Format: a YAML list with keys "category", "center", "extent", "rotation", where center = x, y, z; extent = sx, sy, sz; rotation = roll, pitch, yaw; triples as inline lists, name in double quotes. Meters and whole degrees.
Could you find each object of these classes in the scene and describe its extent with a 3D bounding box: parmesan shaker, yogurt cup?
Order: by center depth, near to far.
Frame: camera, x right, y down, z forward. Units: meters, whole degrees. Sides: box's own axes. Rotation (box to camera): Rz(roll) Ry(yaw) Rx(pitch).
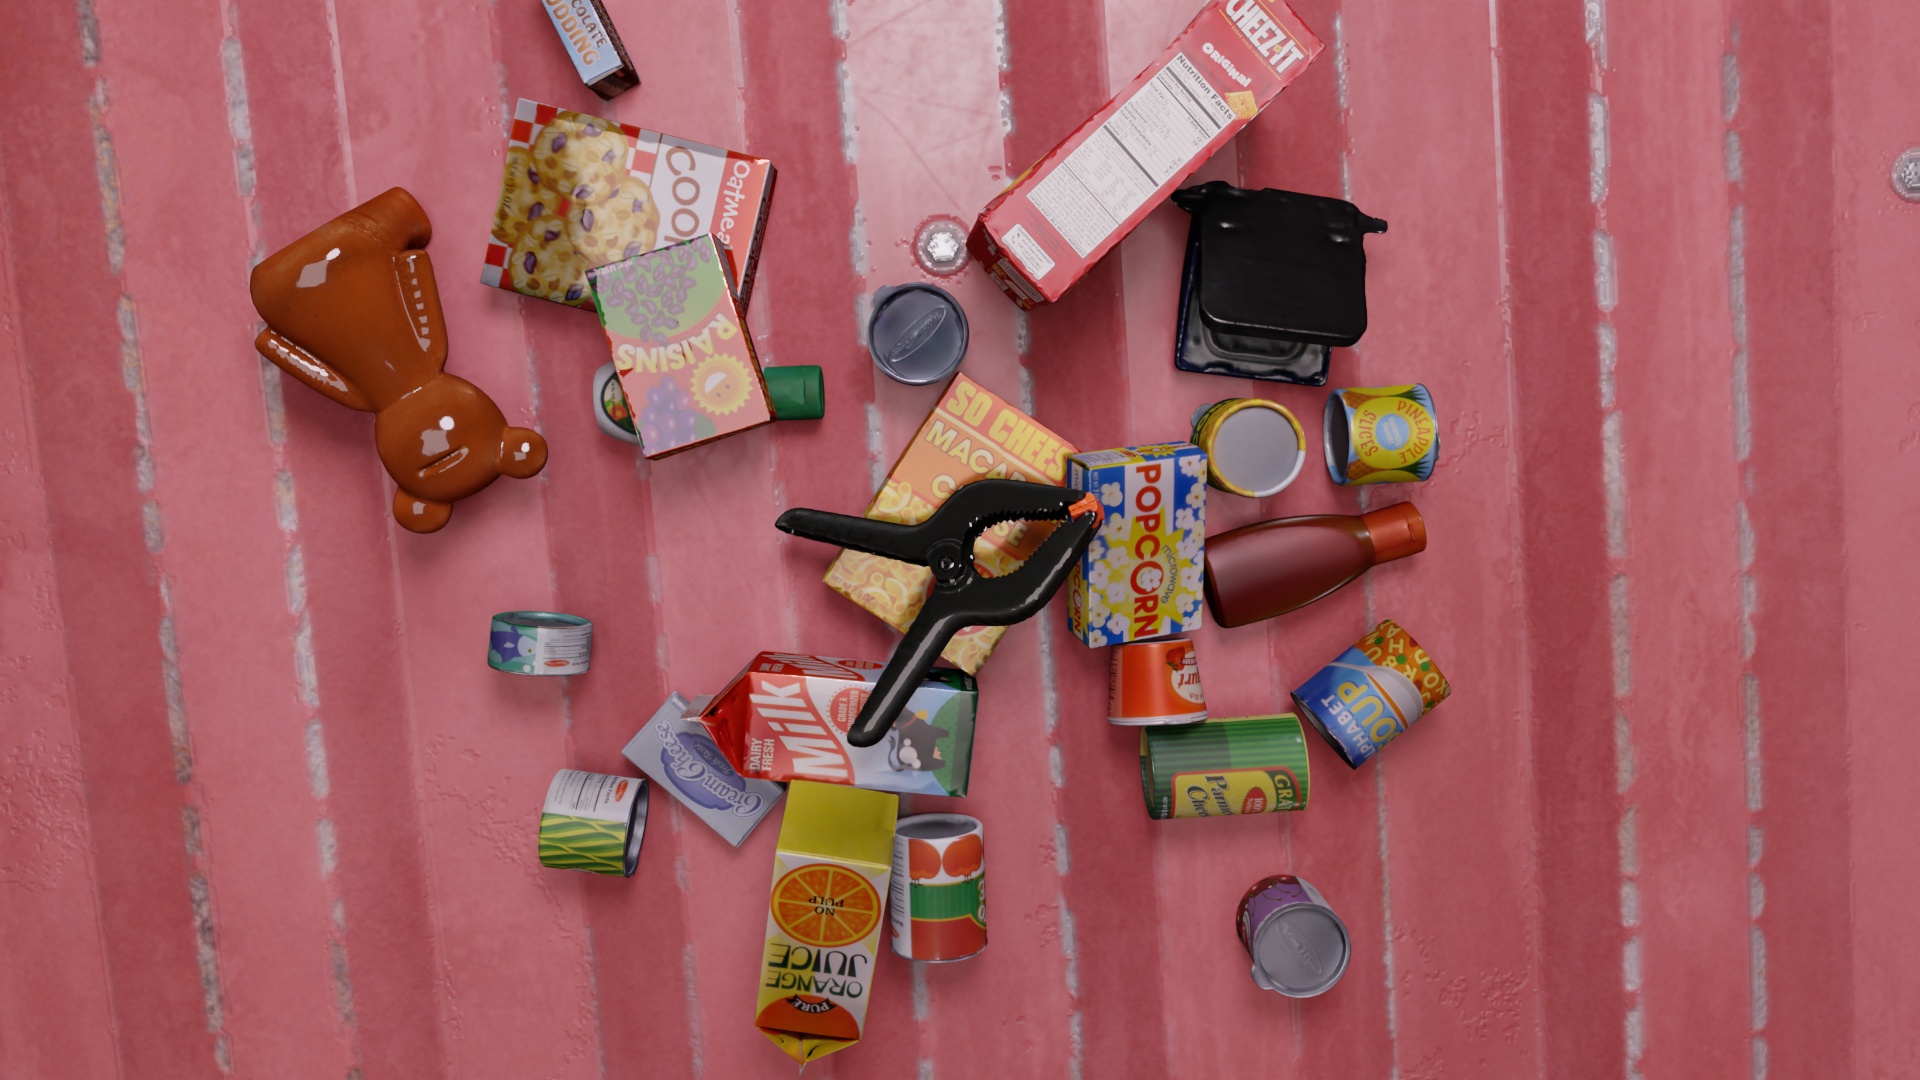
- category: "yogurt cup"
  center: [0.131, 0.094, 0.937]
  extent: [0.072, 0.072, 0.054]
  rotation: [-4, 88, -1]
- category: "parmesan shaker"
  center: [0.177, 0.155, 0.943]
  extent: [0.103, 0.071, 0.071]
  rotation: [-4, 95, 0]

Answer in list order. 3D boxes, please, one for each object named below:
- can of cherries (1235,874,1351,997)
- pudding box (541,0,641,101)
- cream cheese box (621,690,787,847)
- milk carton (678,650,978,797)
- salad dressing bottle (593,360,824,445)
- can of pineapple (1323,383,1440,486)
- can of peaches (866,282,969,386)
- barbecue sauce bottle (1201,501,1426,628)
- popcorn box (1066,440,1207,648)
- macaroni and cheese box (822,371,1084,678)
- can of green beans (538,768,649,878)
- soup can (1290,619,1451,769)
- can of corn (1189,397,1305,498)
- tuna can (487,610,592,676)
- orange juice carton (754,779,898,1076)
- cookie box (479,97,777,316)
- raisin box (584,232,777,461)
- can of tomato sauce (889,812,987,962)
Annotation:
- category: "can of cherries"
  center: [0.225, 0.272, 0.956]
  extent: [0.071, 0.058, 0.071]
  rotation: [0, 96, -2]
- category: "pudding box"
  center: [-0.242, -0.331, 0.897]
  extent: [0.030, 0.050, 0.083]
  rotation: [-26, 95, 3]
- category: "cream cheese box"
  center: [-0.175, 0.157, 0.954]
  extent: [0.104, 0.024, 0.053]
  rotation: [41, 94, -4]
- category: "milk carton"
  center: [-0.087, 0.120, 0.929]
  extent: [0.191, 0.072, 0.073]
  rotation: [6, 96, -2]
- category: "salad dressing bottle"
  center: [-0.165, -0.096, 0.922]
  extent: [0.148, 0.044, 0.064]
  rotation: [-3, 94, -1]
- category: "can of pineapple"
  center: [0.278, -0.070, 0.921]
  extent: [0.058, 0.071, 0.071]
  rotation: [-4, 95, 0]
- category: "can of peaches"
  center: [-0.029, -0.137, 0.915]
  extent: [0.071, 0.058, 0.071]
  rotation: [0, 95, 0]
- category: "barbecue sauce bottle"
  center: [0.238, 0.011, 0.941]
  extent: [0.148, 0.044, 0.064]
  rotation: [-16, 96, 0]
- category: "popcorn box"
  center: [0.115, 0.002, 0.915]
  extent: [0.085, 0.038, 0.126]
  rotation: [-8, 111, -19]
- category: "macaroni and cheese box"
  center: [0.003, -0.012, 0.935]
  extent: [0.124, 0.040, 0.166]
  rotation: [33, 94, -5]
- category: "can of green beans"
  center: [-0.246, 0.190, 0.935]
  extent: [0.058, 0.071, 0.071]
  rotation: [7, 95, -1]
- category: "soup can"
  center: [0.277, 0.104, 0.936]
  extent: [0.084, 0.071, 0.071]
  rotation: [-39, 95, 2]
- category: "can of corn"
  center: [0.189, -0.064, 0.925]
  extent: [0.071, 0.058, 0.071]
  rotation: [0, 95, -2]
- category: "tuna can"
  center: [-0.281, 0.068, 0.925]
  extent: [0.071, 0.071, 0.032]
  rotation: [6, 95, -2]
- category: "orange juice carton"
  center: [-0.090, 0.257, 0.908]
  extent: [0.073, 0.072, 0.191]
  rotation: [9, 118, -3]
- category: "cookie box"
  center: [-0.216, -0.207, 0.914]
  extent: [0.167, 0.040, 0.122]
  rotation: [14, 95, -1]
- category: "raisin box"
  center: [-0.176, -0.121, 0.879]
  extent: [0.086, 0.040, 0.123]
  rotation: [-18, 92, -1]
- category: "can of tomato sauce"
  center: [-0.014, 0.234, 0.944]
  extent: [0.071, 0.071, 0.083]
  rotation: [-2, 95, -1]
